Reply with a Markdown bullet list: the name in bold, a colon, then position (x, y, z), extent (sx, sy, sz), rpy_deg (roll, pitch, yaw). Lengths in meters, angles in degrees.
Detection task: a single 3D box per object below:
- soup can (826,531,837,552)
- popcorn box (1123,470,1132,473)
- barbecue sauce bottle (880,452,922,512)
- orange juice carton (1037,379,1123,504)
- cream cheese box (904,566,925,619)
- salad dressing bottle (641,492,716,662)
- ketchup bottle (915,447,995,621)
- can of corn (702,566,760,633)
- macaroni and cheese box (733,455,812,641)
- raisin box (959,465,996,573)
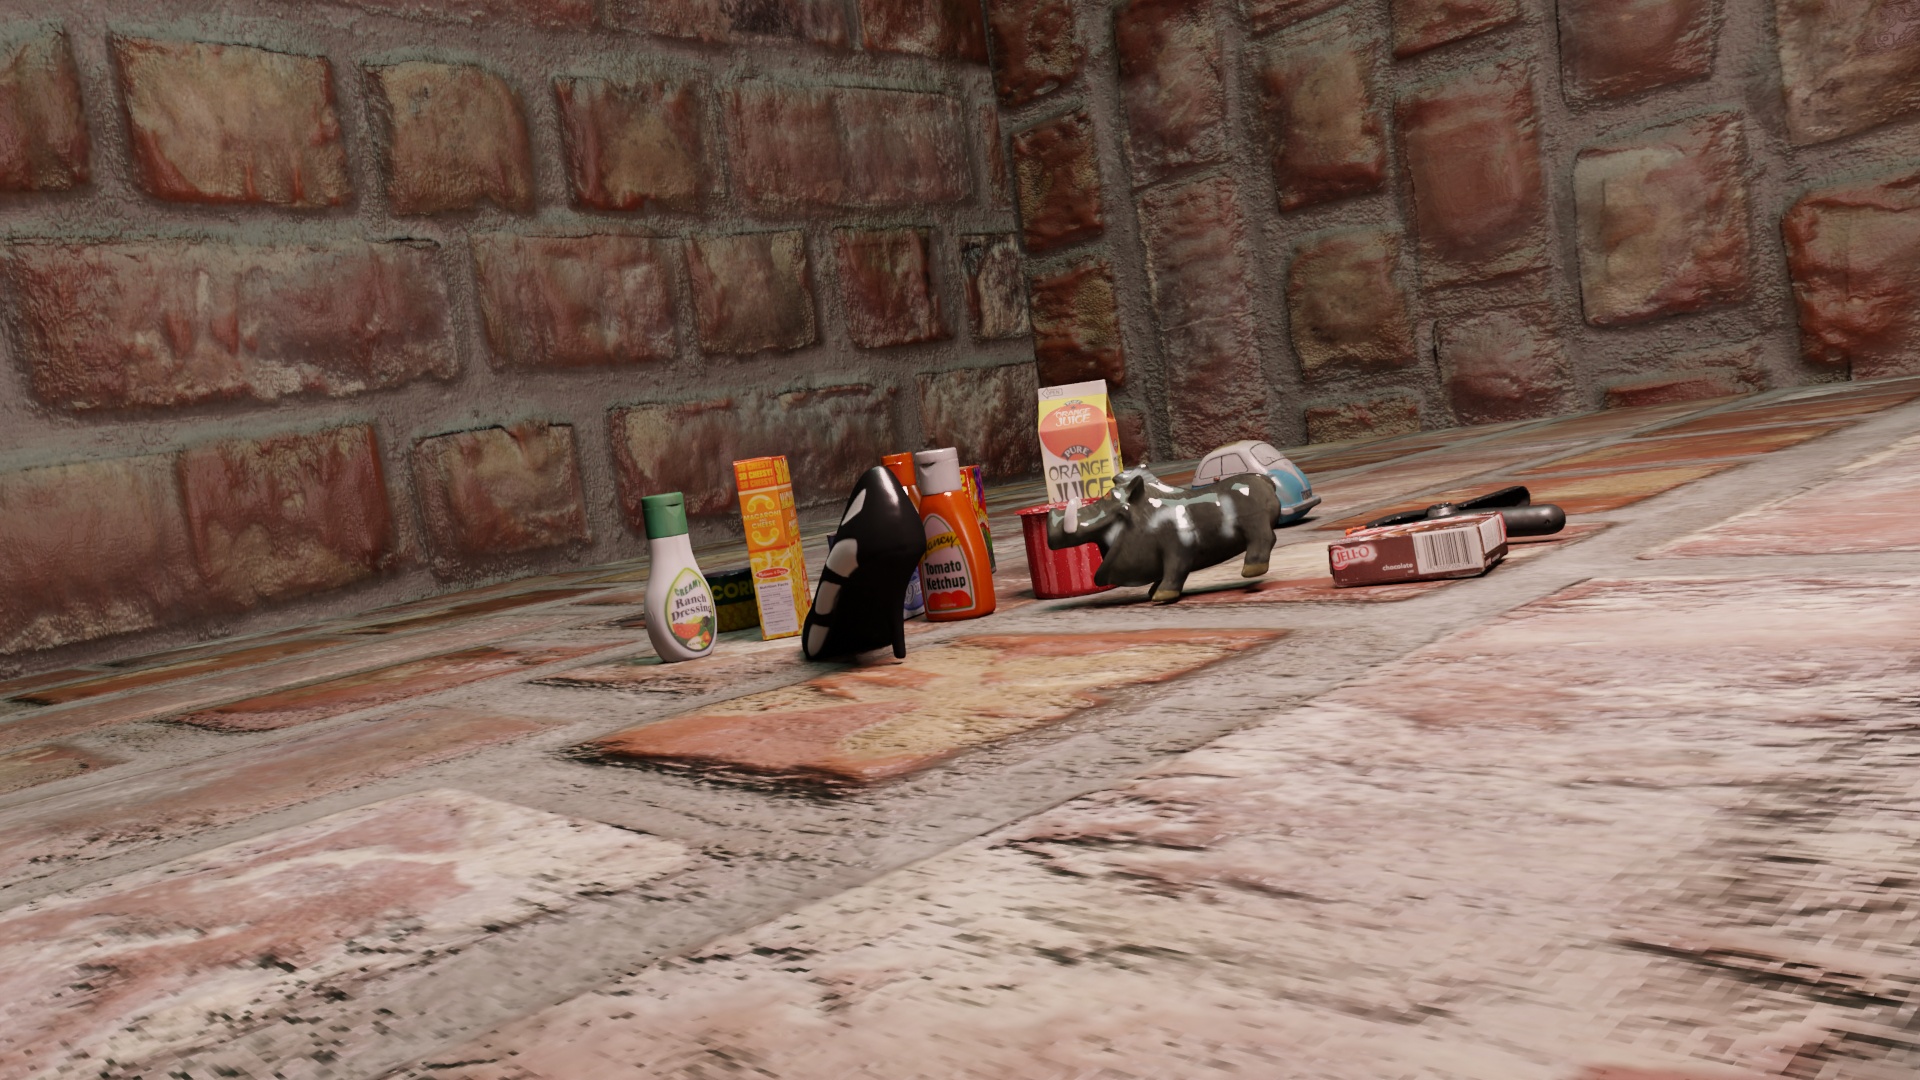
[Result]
- **soup can**: position (-0.093, 0.029, 1.361), extent (0.071, 0.083, 0.071), rpy_deg (-9, 4, 1)
- **popcorn box**: position (0.193, -0.044, 1.726), extent (0.038, 0.085, 0.126), rpy_deg (-10, 4, -14)
- **barbecue sauce bottle**: position (-0.062, -0.026, 1.593), extent (0.065, 0.148, 0.044), rpy_deg (-8, 4, 22)
- **orange juice carton**: position (0.128, -0.065, 1.422), extent (0.072, 0.192, 0.073), rpy_deg (-8, 4, 13)
- **cream cheese box**: position (-0.054, 0.045, 1.275), extent (0.024, 0.053, 0.104), rpy_deg (-7, 4, 28)
- **salad dressing bottle**: position (-0.254, 0.032, 1.232), extent (0.044, 0.147, 0.064), rpy_deg (-6, 5, 44)
- **ketchup bottle**: position (-0.010, -0.006, 1.213), extent (0.064, 0.148, 0.044), rpy_deg (-7, 4, 31)
- **can of corn**: position (-0.232, 0.060, 1.414), extent (0.071, 0.058, 0.071), rpy_deg (-9, 4, 1)
- **macaroni and cheese box**: position (-0.175, 0.003, 1.322), extent (0.040, 0.166, 0.124), rpy_deg (-9, 4, 0)
- **raisin box**: position (0.005, -0.019, 1.536), extent (0.040, 0.123, 0.086), rpy_deg (-8, 4, 12)
